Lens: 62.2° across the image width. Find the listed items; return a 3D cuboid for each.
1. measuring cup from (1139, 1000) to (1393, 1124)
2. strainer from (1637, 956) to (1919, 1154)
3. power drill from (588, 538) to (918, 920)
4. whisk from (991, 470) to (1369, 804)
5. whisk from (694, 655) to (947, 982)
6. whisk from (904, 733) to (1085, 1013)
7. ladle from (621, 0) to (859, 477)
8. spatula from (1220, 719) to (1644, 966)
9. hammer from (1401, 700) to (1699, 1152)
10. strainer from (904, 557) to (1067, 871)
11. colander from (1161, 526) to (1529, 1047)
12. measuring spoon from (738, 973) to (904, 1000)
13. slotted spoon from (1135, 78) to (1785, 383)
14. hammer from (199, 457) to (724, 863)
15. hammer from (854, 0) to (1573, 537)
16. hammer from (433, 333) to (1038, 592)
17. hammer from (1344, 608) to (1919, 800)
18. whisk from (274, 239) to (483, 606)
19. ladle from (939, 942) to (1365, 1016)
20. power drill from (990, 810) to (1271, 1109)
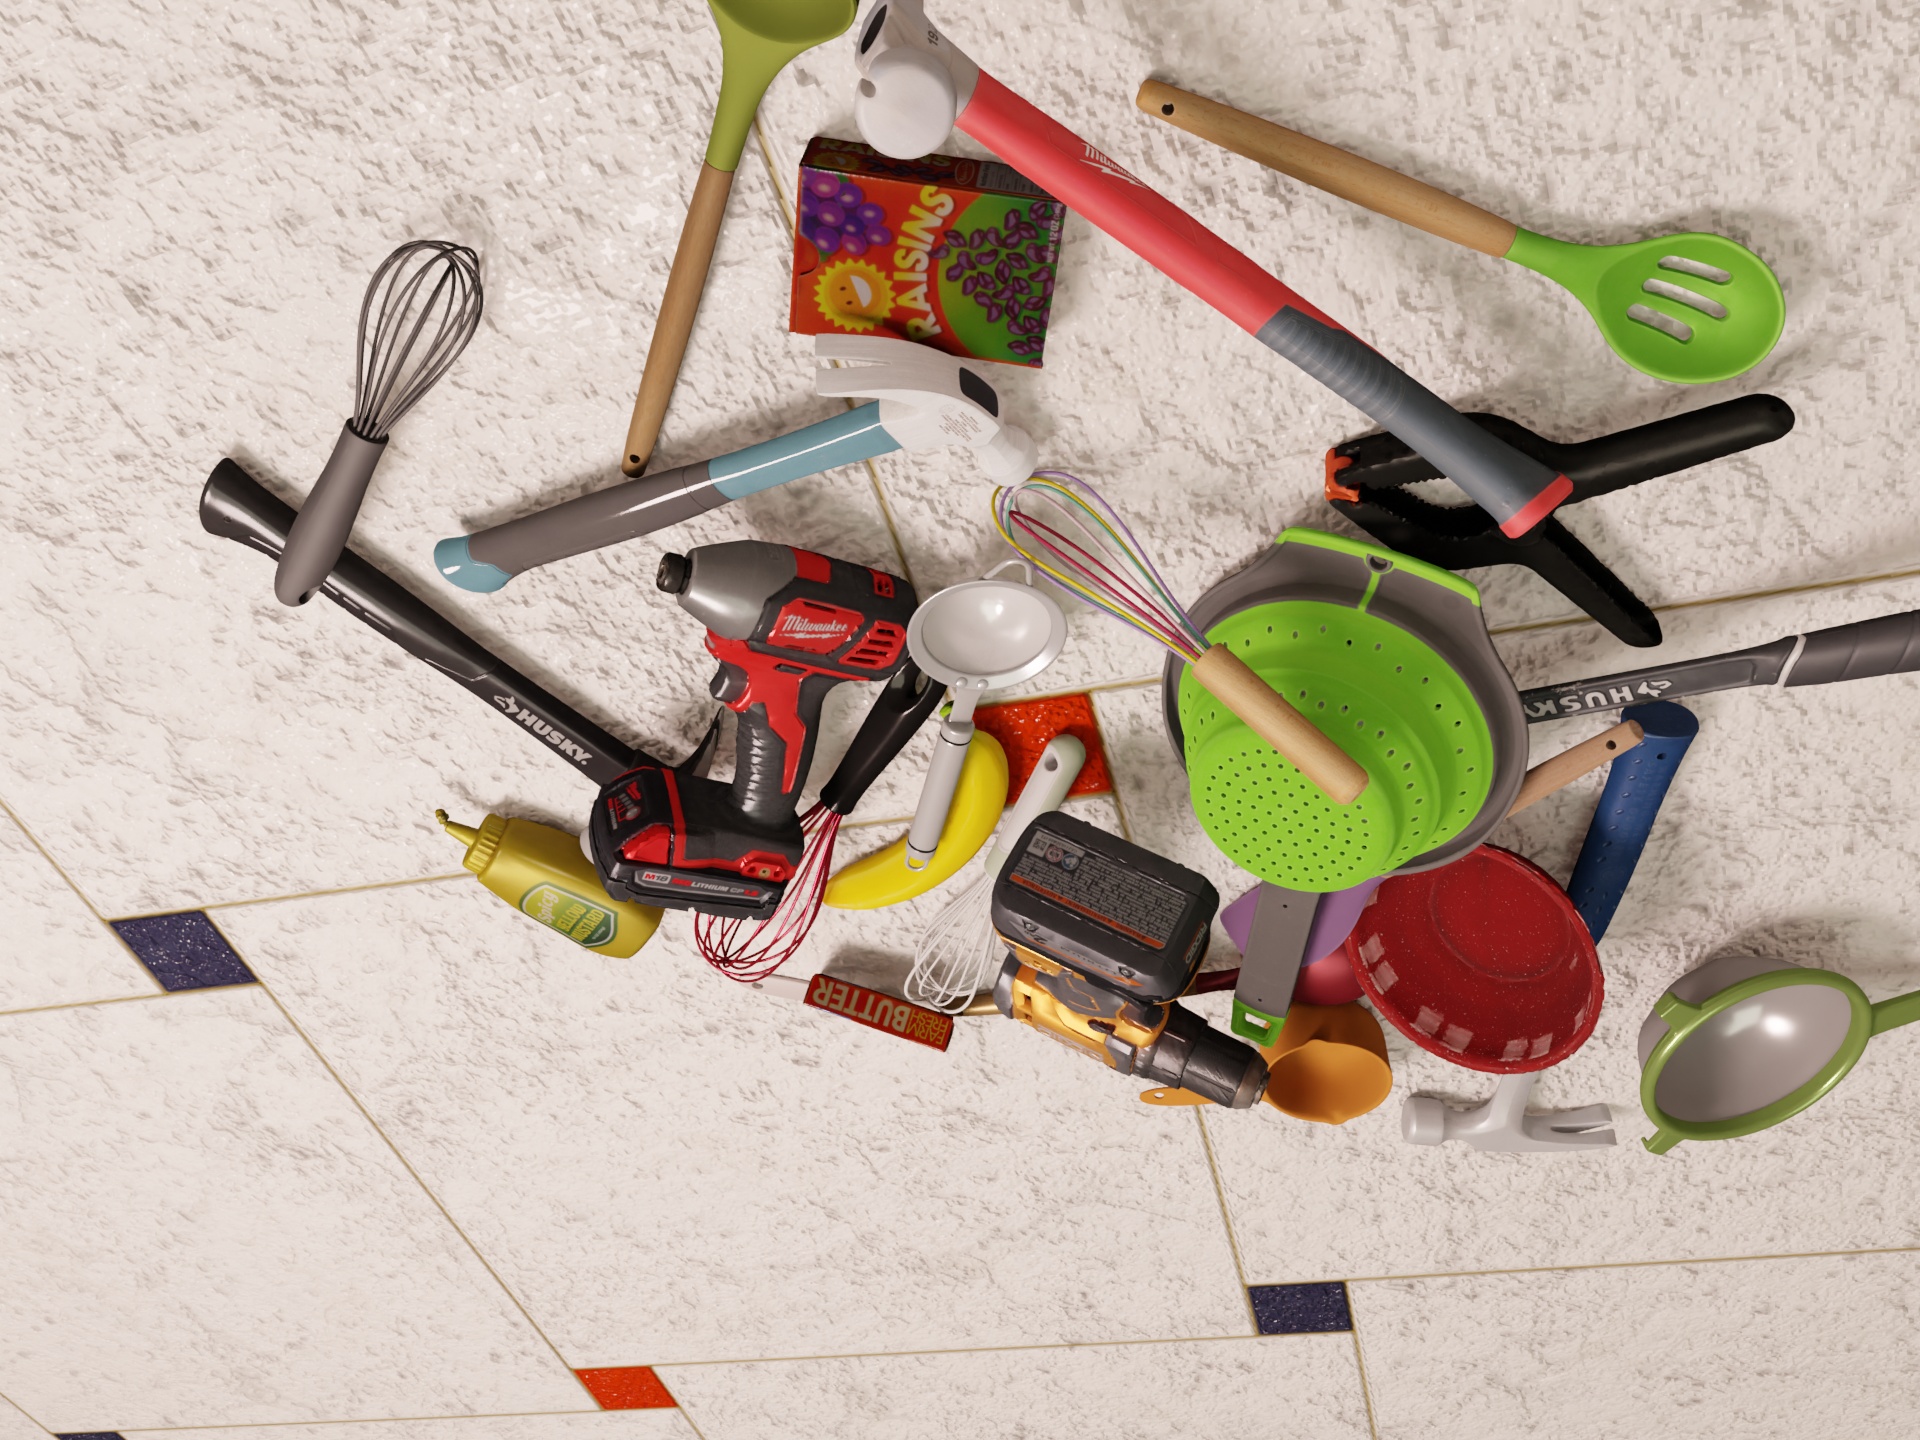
[{"bbox_3d":[0.210,0.236,1.106,0.173,0.052,0.095,-10,129,17],"label":"measuring cup"},{"bbox_3d":[0.545,0.181,1.023,0.256,0.069,0.151,-16,127,-2],"label":"strainer"},{"bbox_3d":[-0.126,0.001,0.890,0.143,0.079,0.219,13,119,-27],"label":"power drill"},{"bbox_3d":[0.105,-0.043,0.800,0.245,0.047,0.051,44,119,19],"label":"whisk"},{"bbox_3d":[-0.085,0.063,0.988,0.073,0.073,0.295,26,123,-16],"label":"whisk"},{"bbox_3d":[0.022,0.102,1.016,0.059,0.058,0.246,-5,136,-36],"label":"whisk"},{"bbox_3d":[-0.122,-0.231,0.740,0.078,0.062,0.320,21,132,-8],"label":"ladle"},{"bbox_3d":[0.268,0.078,0.936,0.060,0.018,0.316,55,136,6],"label":"spatula"},{"bbox_3d":[0.396,0.152,1.022,0.144,0.035,0.405,4,131,3],"label":"hammer"},{"bbox_3d":[-0.001,-0.003,0.902,0.087,0.050,0.258,7,131,-12],"label":"strainer"},{"bbox_3d":[0.186,0.084,0.905,0.204,0.094,0.396,21,135,19],"label":"colander"},{"bbox_3d":[-0.099,0.201,1.131,0.124,0.018,0.034,12,131,-3],"label":"measuring spoon"},{"bbox_3d":[0.227,-0.229,0.722,0.313,0.031,0.070,19,130,-7],"label":"slotted spoon"},{"bbox_3d":[-0.291,-0.039,0.937,0.334,0.035,0.146,39,125,-24],"label":"hammer"},{"bbox_3d":[0.124,-0.196,0.701,0.386,0.143,0.038,28,129,-23],"label":"hammer"},{"bbox_3d":[-0.134,-0.121,0.831,0.331,0.033,0.128,-14,155,23],"label":"hammer"},{"bbox_3d":[0.401,-0.022,0.810,0.409,0.036,0.149,-11,129,34],"label":"hammer"},{"bbox_3d":[-0.308,-0.147,0.820,0.055,0.055,0.239,28,120,-17],"label":"whisk"},{"bbox_3d":[0.135,0.180,1.083,0.315,0.031,0.069,-9,118,16],"label":"ladle"},{"bbox_3d":[0.107,0.160,0.968,0.185,0.084,0.226,24,154,17],"label":"power drill"}]
